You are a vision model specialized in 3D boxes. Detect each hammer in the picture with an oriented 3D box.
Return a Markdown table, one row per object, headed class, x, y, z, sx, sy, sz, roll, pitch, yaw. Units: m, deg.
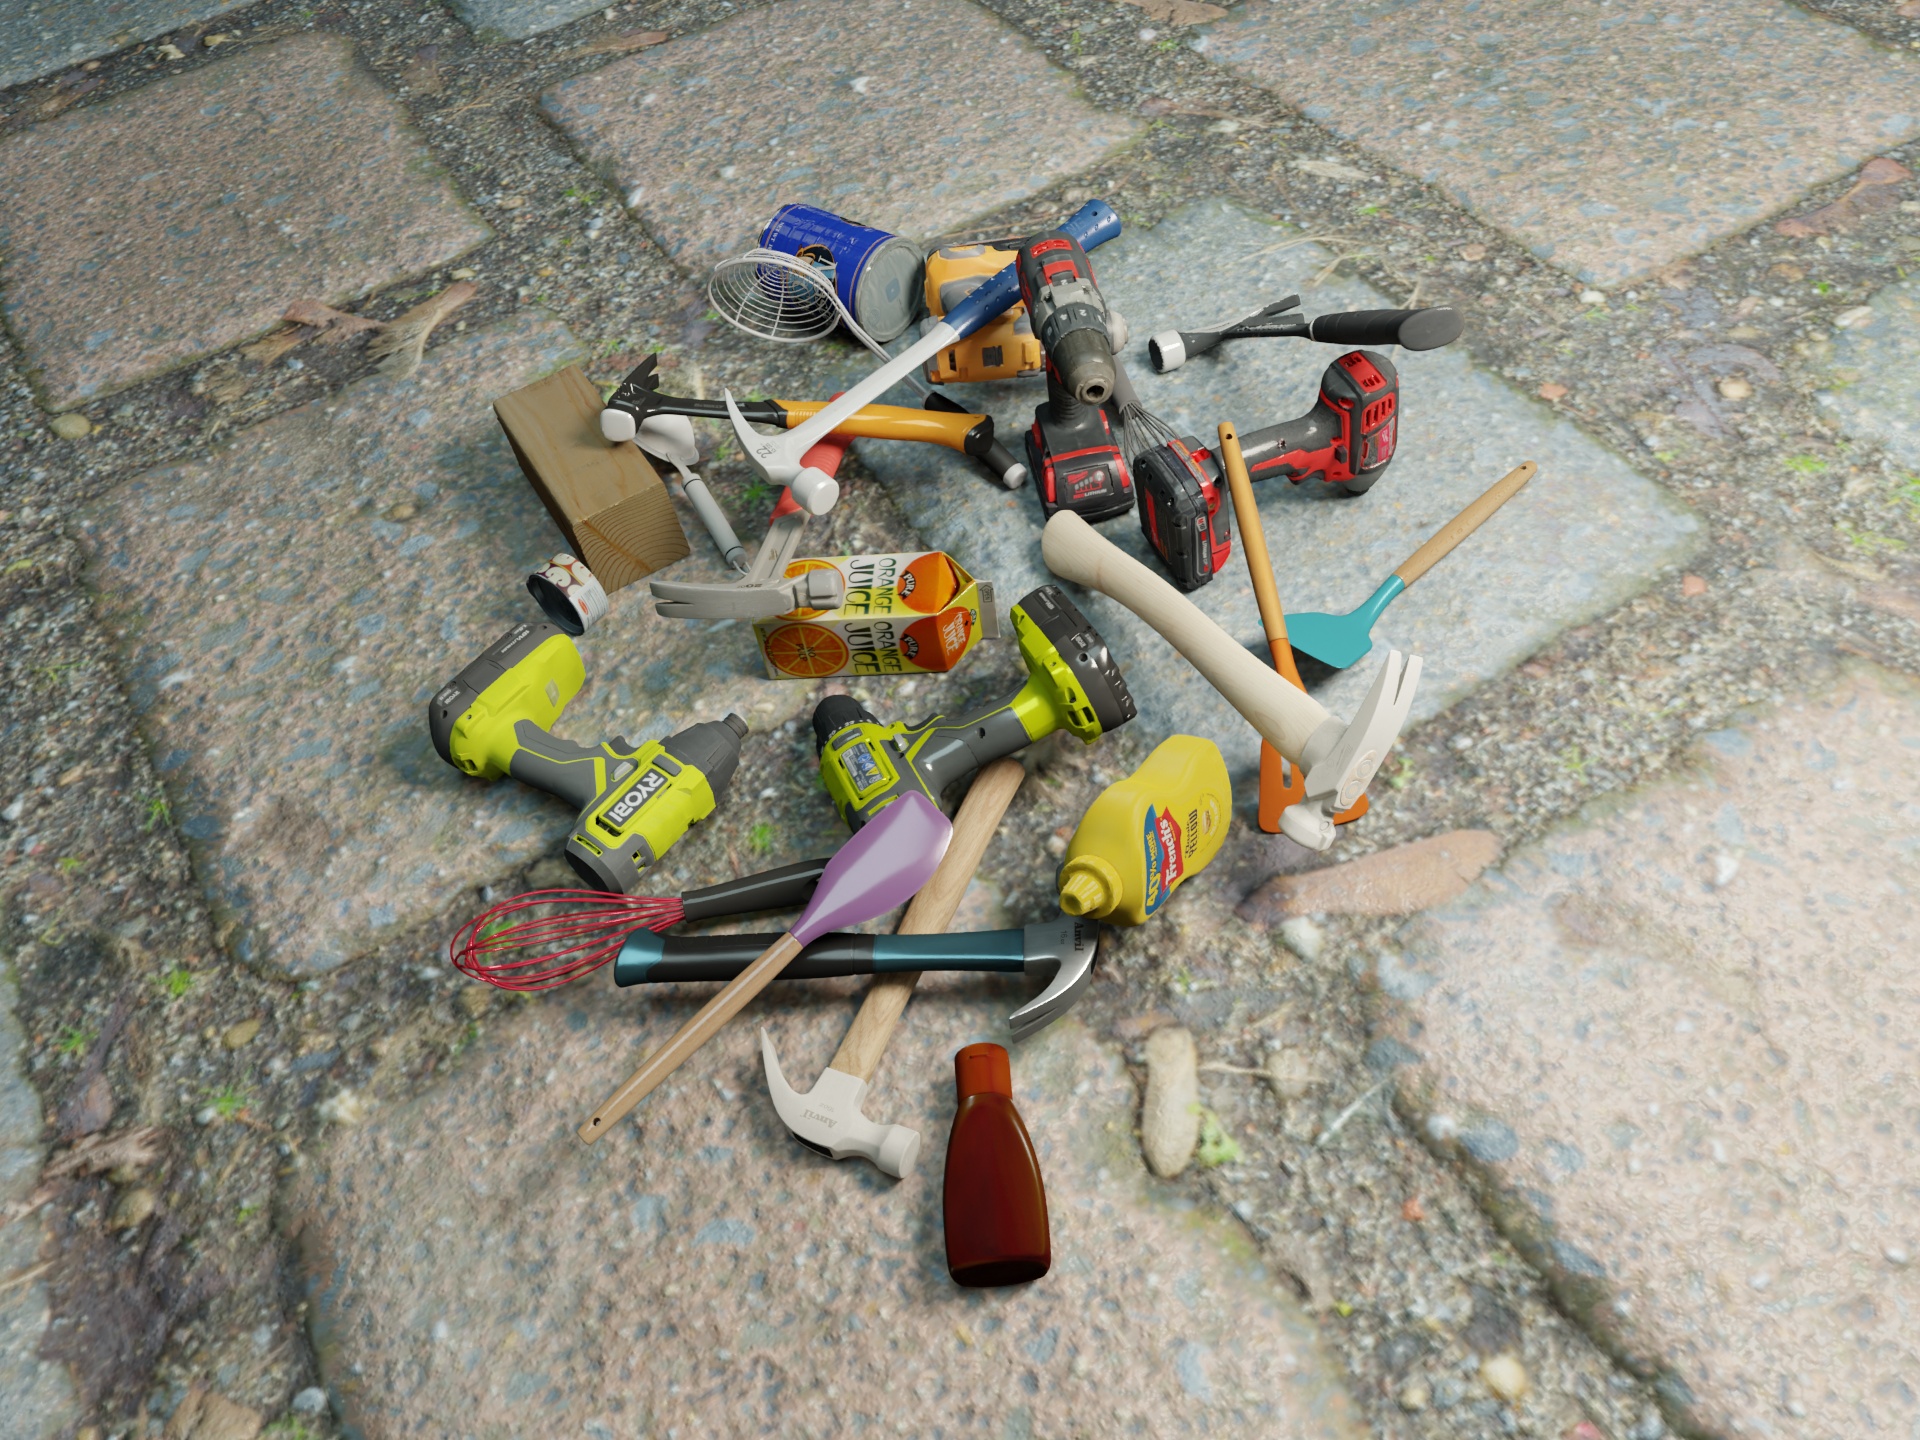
| class | x | y | z | sx | sy | sz | roll | pitch | yaw |
| --- | --- | --- | --- | --- | --- | --- | --- | --- | --- |
| hammer | -0.144 | -0.191 | 1.357 | 0.149 | 0.036 | 0.359 | -1 | 35 | 10 |
| hammer | 0.178 | -0.073 | 1.197 | 0.038 | 0.146 | 0.411 | 11 | 23 | -35 |
| hammer | -0.022 | -0.331 | 1.360 | 0.405 | 0.035 | 0.144 | -40 | 62 | -19 |
| hammer | -0.033 | 0.154 | 1.123 | 0.130 | 0.031 | 0.331 | 14 | 54 | 19 |
| hammer | 0.297 | -0.327 | 1.330 | 0.149 | 0.036 | 0.409 | -20 | 17 | -10 |
| hammer | -0.137 | -0.271 | 1.401 | 0.337 | 0.034 | 0.127 | 6 | 36 | 6 |
| hammer | -0.071 | 0.158 | 1.083 | 0.331 | 0.033 | 0.128 | -2 | 49 | 6 |

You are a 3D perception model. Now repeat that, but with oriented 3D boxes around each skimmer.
| class | x | y | z | sx | sy | sz | roll | pitch | yaw |
| --- | --- | --- | --- | --- | --- | --- | --- | --- | --- |
| skimmer | -0.090 | -0.316 | 1.475 | 0.090 | 0.127 | 0.363 | -41 | 70 | -12 |

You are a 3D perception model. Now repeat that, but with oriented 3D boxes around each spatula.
| class | x | y | z | sx | sy | sz | roll | pitch | yaw |
| --- | --- | --- | --- | --- | --- | --- | --- | --- | --- |
| spatula | 0.372 | -0.133 | 1.288 | 0.317 | 0.044 | 0.082 | -38 | 52 | -23 |
| spatula | -0.126 | 0.164 | 1.050 | 0.316 | 0.018 | 0.060 | -42 | 72 | -16 |
| spatula | 0.232 | -0.077 | 1.193 | 0.081 | 0.041 | 0.323 | -11 | 70 | 3 |

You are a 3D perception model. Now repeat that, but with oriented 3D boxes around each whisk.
| class | x | y | z | sx | sy | sz | roll | pitch | yaw |
| --- | --- | --- | --- | --- | --- | --- | --- | --- | --- |
| whisk | 0.156 | -0.282 | 1.447 | 0.055 | 0.055 | 0.239 | -15 | 46 | -4 |
| whisk | -0.218 | 0.140 | 1.149 | 0.296 | 0.073 | 0.073 | -11 | 50 | -7 |

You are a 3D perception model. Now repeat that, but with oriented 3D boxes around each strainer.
| class | x | y | z | sx | sy | sz | roll | pitch | yaw |
| --- | --- | --- | --- | --- | --- | --- | --- | --- | --- |
| strainer | -0.246 | -0.222 | 1.450 | 0.086 | 0.050 | 0.259 | 4 | 44 | -48 |

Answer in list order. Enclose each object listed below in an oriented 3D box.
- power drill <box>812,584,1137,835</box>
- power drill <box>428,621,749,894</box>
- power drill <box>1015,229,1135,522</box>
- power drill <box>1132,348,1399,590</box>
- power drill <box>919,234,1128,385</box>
| class | x | y | z | sx | sy | sz | roll | pitch | yaw |
| --- | --- | --- | --- | --- | --- | --- | --- | --- | --- |
| power drill | -0.002 | -0.004 | 1.192 | 0.228 | 0.080 | 0.191 | -31 | 36 | -2 |
| power drill | -0.290 | 0.019 | 1.248 | 0.223 | 0.080 | 0.171 | 30 | 62 | 24 |
| power drill | 0.096 | -0.267 | 1.321 | 0.080 | 0.226 | 0.188 | -12 | 50 | -1 |
| power drill | 0.259 | -0.204 | 1.309 | 0.219 | 0.143 | 0.079 | -27 | 56 | -5 |
| power drill | 0.053 | -0.382 | 1.484 | 0.185 | 0.084 | 0.226 | -6 | 34 | 1 |
